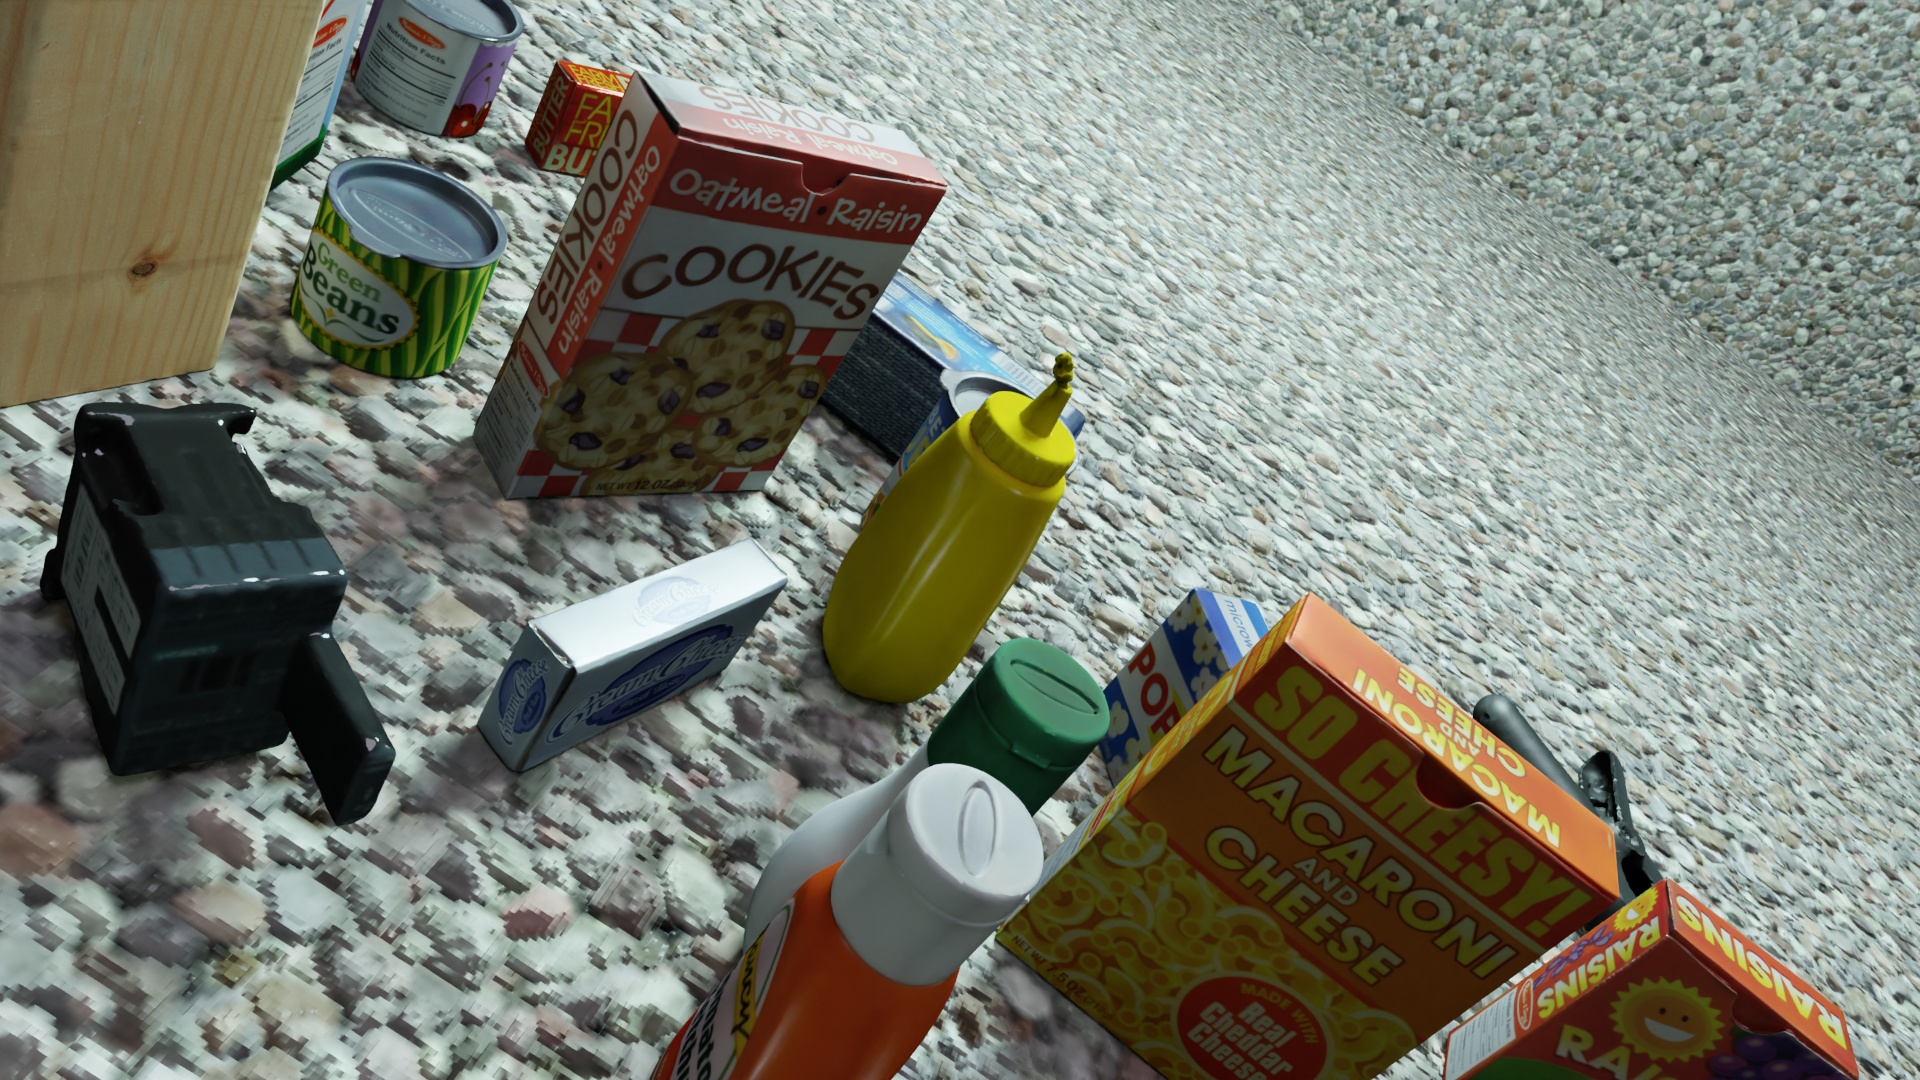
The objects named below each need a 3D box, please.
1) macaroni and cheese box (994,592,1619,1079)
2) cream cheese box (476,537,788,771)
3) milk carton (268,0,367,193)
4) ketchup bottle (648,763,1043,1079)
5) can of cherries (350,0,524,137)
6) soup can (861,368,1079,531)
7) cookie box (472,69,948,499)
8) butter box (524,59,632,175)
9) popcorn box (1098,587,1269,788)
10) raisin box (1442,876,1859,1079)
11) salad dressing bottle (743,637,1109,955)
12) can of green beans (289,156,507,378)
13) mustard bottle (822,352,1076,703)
[{"bbox_3d":[0.108,0.116,0.461,0.124,0.165,0.040,38,32,3],"label":"macaroni and cheese box"},{"bbox_3d":[-0.107,0.036,0.466,0.024,0.053,0.104,45,33,13],"label":"cream cheese box"},{"bbox_3d":[-0.268,-0.229,0.525,0.072,0.189,0.074,28,33,-13],"label":"milk carton"},{"bbox_3d":[-0.033,0.114,0.347,0.043,0.148,0.065,28,33,-14],"label":"ketchup bottle"},{"bbox_3d":[-0.254,-0.241,0.678,0.071,0.058,0.072,25,34,-18],"label":"can of cherries"},{"bbox_3d":[0.001,-0.025,0.619,0.071,0.083,0.072,25,34,-18],"label":"soup can"},{"bbox_3d":[-0.096,-0.087,0.529,0.123,0.166,0.040,-4,50,-46],"label":"cookie box"},{"bbox_3d":[-0.170,-0.215,0.729,0.104,0.053,0.024,-2,49,-45],"label":"butter box"},{"bbox_3d":[0.105,0.093,0.564,0.038,0.084,0.127,16,38,-30],"label":"popcorn box"},{"bbox_3d":[0.264,0.200,0.542,0.086,0.122,0.040,39,32,3],"label":"raisin box"},{"bbox_3d":[-0.012,0.089,0.401,0.064,0.147,0.044,30,32,-11],"label":"salad dressing bottle"},{"bbox_3d":[-0.218,-0.105,0.538,0.071,0.057,0.071,25,34,-18],"label":"can of green beans"},{"bbox_3d":[0.002,-0.007,0.525,0.049,0.159,0.065,17,37,-28],"label":"mustard bottle"}]
